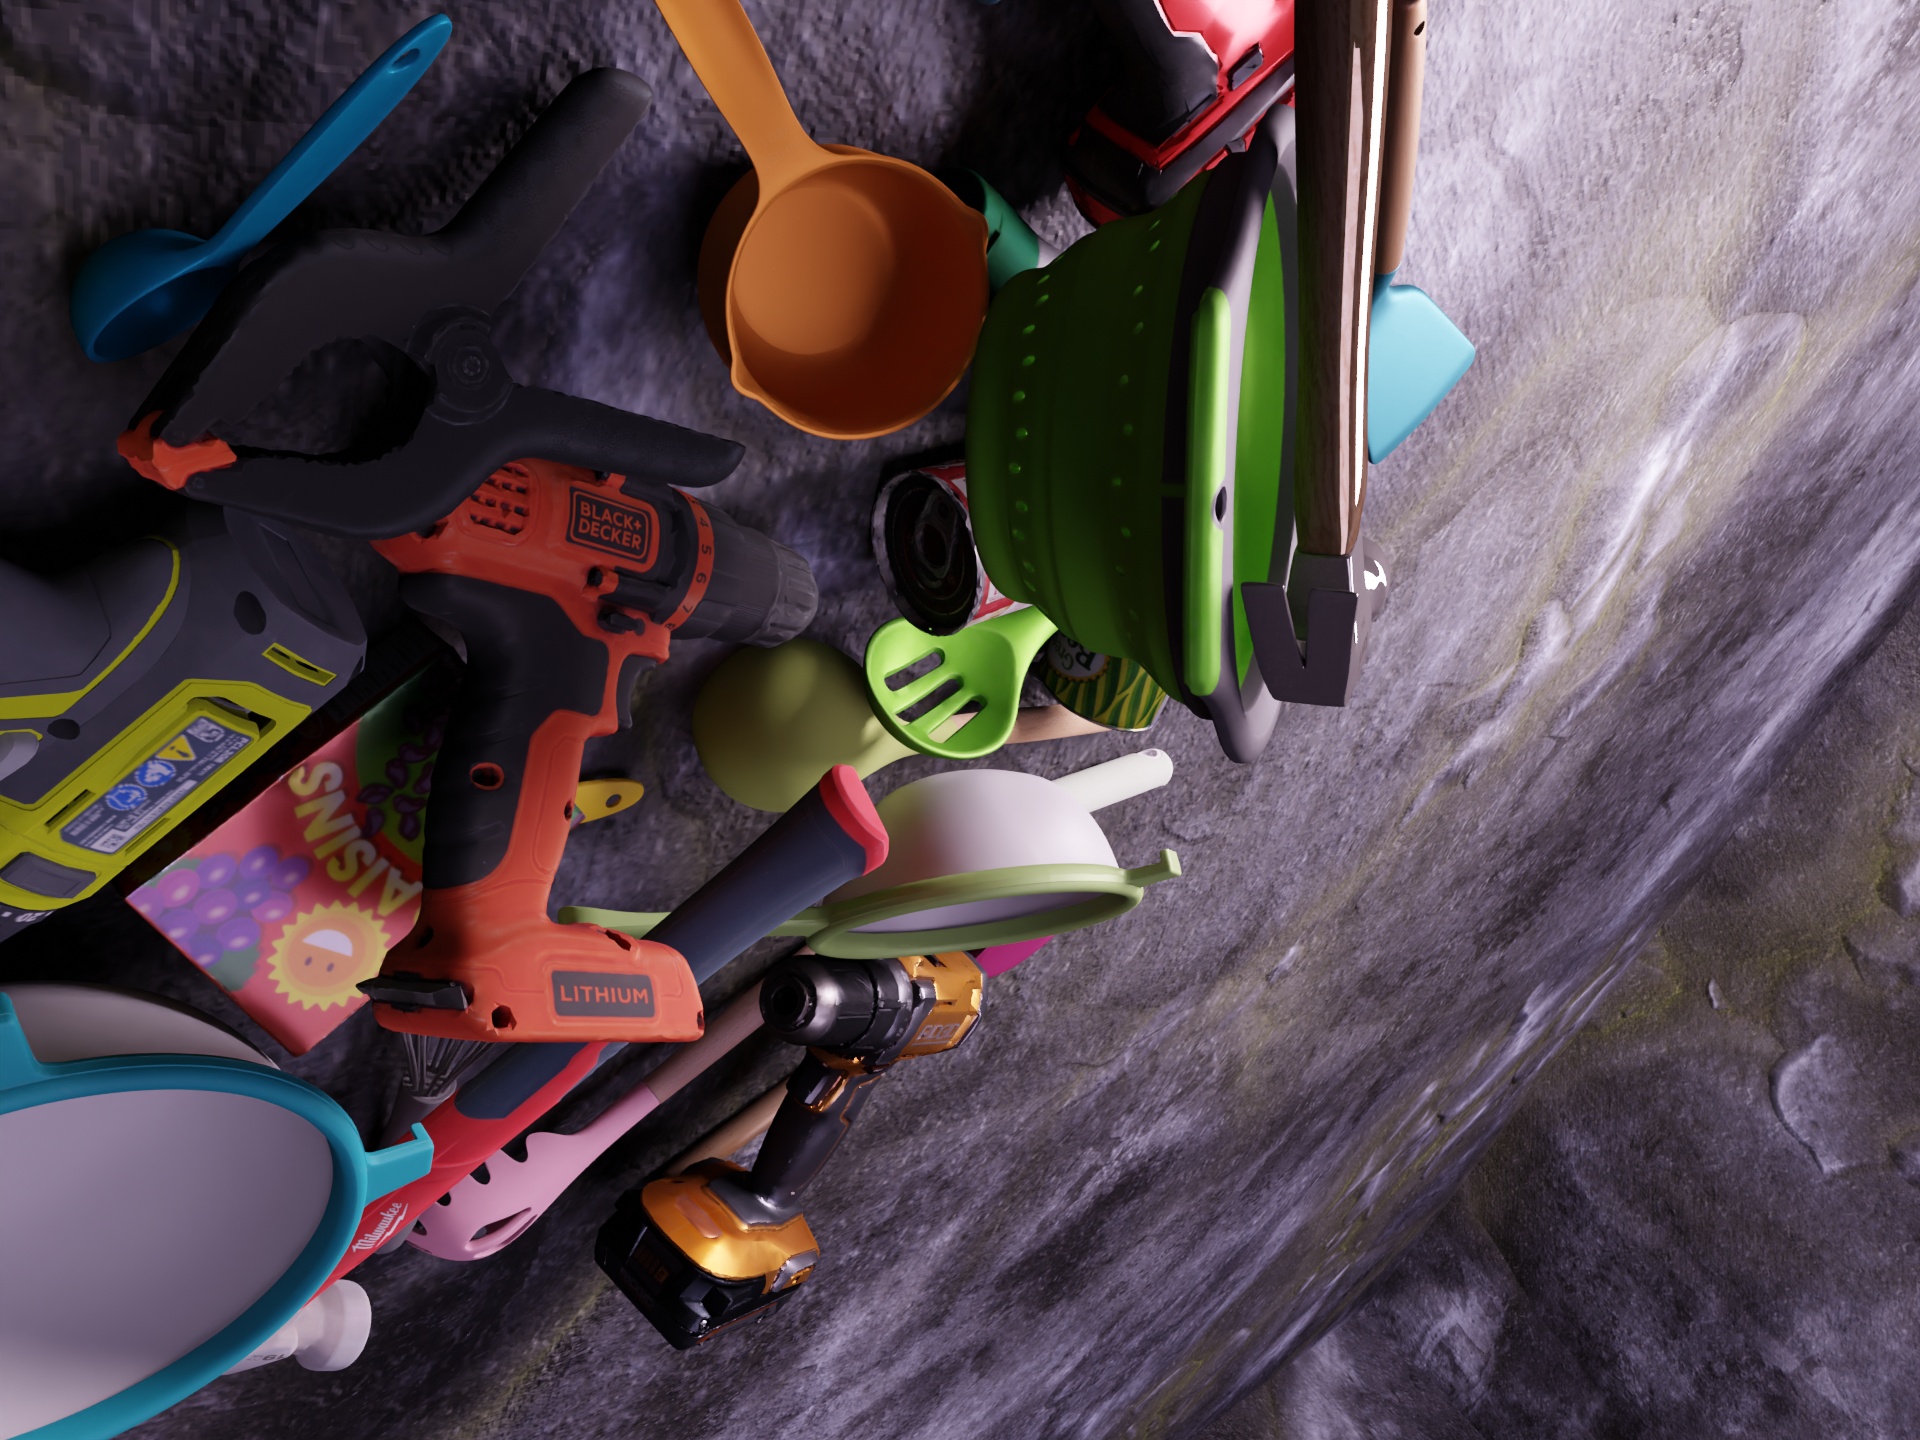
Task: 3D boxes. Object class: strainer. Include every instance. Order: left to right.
[{"bbox_3d":[-0.360,0.192,0.513,0.340,0.095,0.210,-39,147,1],"label":"strainer"},{"bbox_3d":[-0.046,0.060,0.689,0.256,0.069,0.151,1,162,-24],"label":"strainer"}]

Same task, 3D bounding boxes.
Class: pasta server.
[{"bbox_3d":[-0.139,0.164,0.803,0.316,0.040,0.060,-38,148,-20],"label":"pasta server"}]

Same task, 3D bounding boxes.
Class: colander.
[{"bbox_3d":[0.087,-0.115,0.595,0.397,0.094,0.204,-42,134,-64],"label":"colander"}]

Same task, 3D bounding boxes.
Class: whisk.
[{"bbox_3d":[-0.224,0.156,0.672,0.055,0.055,0.238,-11,139,-43],"label":"whisk"},{"bbox_3d":[0.037,0.051,0.856,0.246,0.058,0.059,-16,109,-45],"label":"whisk"}]

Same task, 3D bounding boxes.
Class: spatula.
[{"bbox_3d":[0.198,-0.212,0.702,0.082,0.044,0.317,-47,161,-1],"label":"spatula"}]

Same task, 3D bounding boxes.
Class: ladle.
[{"bbox_3d":[-0.001,-0.002,0.762,0.320,0.062,0.078,-5,128,-56],"label":"ladle"}]

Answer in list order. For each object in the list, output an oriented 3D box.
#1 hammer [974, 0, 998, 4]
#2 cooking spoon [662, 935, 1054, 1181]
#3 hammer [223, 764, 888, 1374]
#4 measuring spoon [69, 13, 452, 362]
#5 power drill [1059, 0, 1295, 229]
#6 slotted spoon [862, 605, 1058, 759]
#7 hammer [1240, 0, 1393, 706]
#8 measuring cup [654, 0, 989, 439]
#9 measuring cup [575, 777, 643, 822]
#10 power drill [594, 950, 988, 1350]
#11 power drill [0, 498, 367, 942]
[{"bbox_3d":[-0.114,-0.197,0.359,0.331,0.033,0.128,-14,150,-37],"label":"hammer"},{"bbox_3d":[-0.038,0.175,0.938,0.319,0.017,0.068,-34,149,-19],"label":"cooking spoon"},{"bbox_3d":[-0.185,0.142,0.611,0.386,0.038,0.143,-40,144,16],"label":"hammer"},{"bbox_3d":[-0.171,-0.132,0.381,0.128,0.021,0.042,-34,-170,20],"label":"measuring spoon"},{"bbox_3d":[0.081,-0.261,0.511,0.143,0.079,0.219,-42,152,-2],"label":"power drill"},{"bbox_3d":[0.067,-0.063,0.729,0.314,0.070,0.031,-33,170,-38],"label":"slotted spoon"},{"bbox_3d":[0.103,-0.157,0.436,0.130,0.031,0.331,-54,144,-58],"label":"hammer"},{"bbox_3d":[-0.059,-0.170,0.488,0.095,0.052,0.173,-35,123,-6],"label":"measuring cup"},{"bbox_3d":[-0.185,0.050,0.603,0.156,0.029,0.062,-14,137,-37],"label":"measuring cup"},{"bbox_3d":[-0.090,0.205,0.808,0.226,0.084,0.185,-54,157,5],"label":"power drill"},{"bbox_3d":[-0.284,-0.009,0.374,0.190,0.080,0.228,-38,152,4],"label":"power drill"}]
